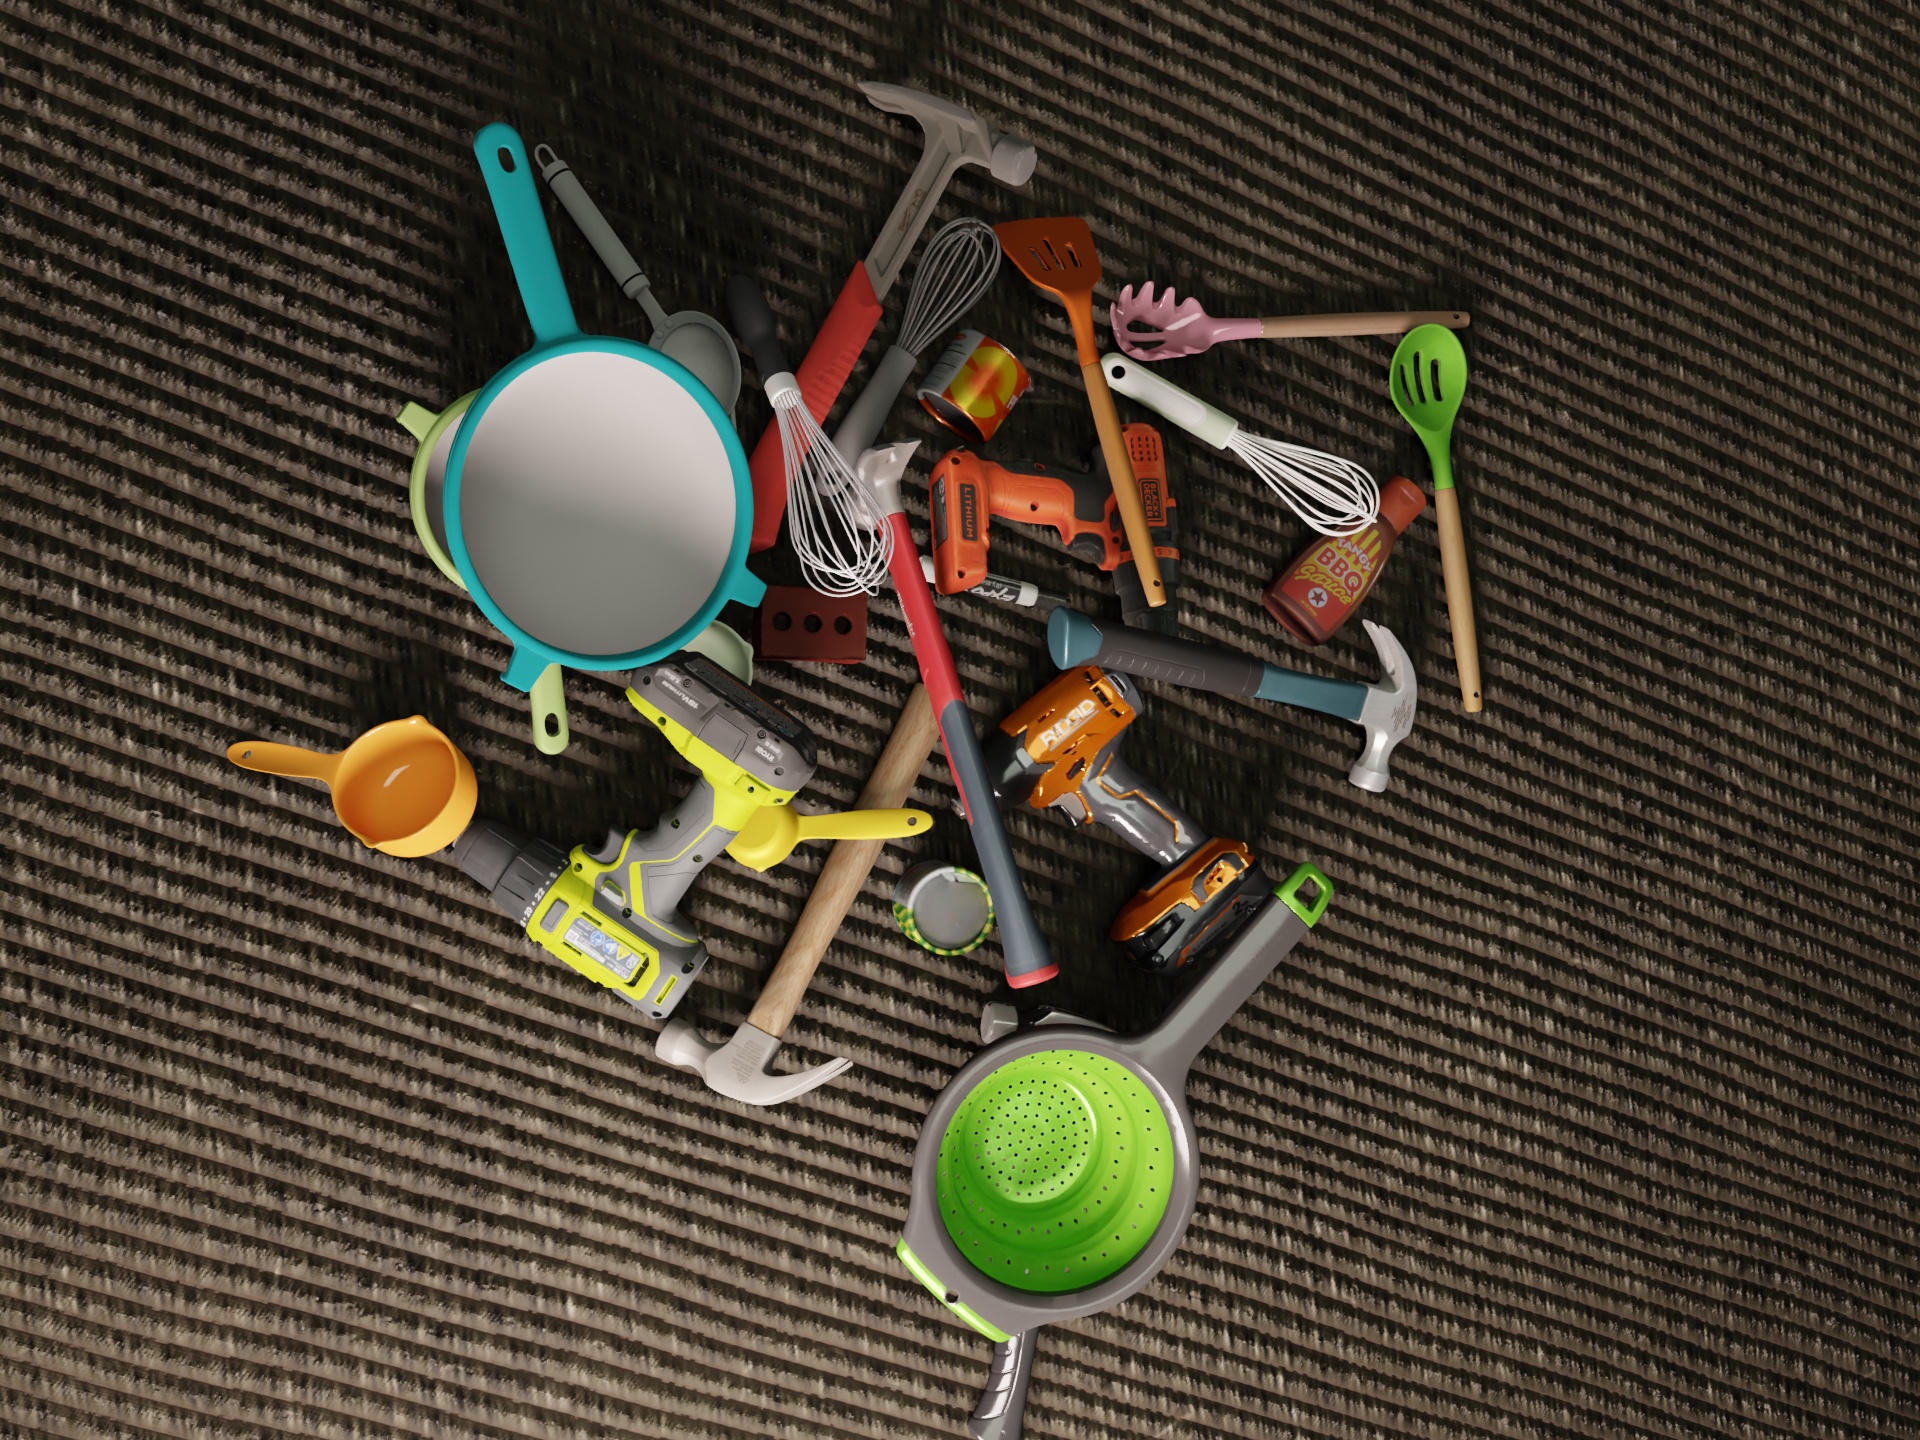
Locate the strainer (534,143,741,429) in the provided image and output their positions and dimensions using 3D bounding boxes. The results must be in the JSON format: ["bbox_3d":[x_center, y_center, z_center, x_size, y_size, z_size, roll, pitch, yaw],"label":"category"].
[{"bbox_3d":[-0.225,-0.305,1.138,0.087,0.050,0.258,-34,92,33],"label":"strainer"}]

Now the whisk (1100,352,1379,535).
[{"bbox_3d":[0.213,-0.215,1.223,0.246,0.059,0.058,30,101,0],"label":"whisk"}]

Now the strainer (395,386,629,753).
[{"bbox_3d":[-0.307,-0.105,1.109,0.151,0.069,0.256,-12,107,-33],"label":"strainer"}]

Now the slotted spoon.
[{"bbox_3d":[0.394,-0.162,1.289,0.070,0.031,0.314,-10,94,-13],"label":"slotted spoon"}]

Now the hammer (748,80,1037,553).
[{"bbox_3d":[-0.091,-0.287,1.156,0.149,0.036,0.359,29,90,20],"label":"hammer"}]

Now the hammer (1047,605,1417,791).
[{"bbox_3d":[0.209,-0.032,1.189,0.330,0.033,0.128,11,102,-27],"label":"hammer"}]

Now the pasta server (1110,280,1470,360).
[{"bbox_3d":[0.263,-0.313,1.253,0.316,0.040,0.060,-6,80,-14],"label":"pasta server"}]

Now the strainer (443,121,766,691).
[{"bbox_3d":[-0.263,-0.200,1.024,0.211,0.095,0.340,-25,109,-33],"label":"strainer"}]

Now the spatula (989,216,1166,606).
[{"bbox_3d":[0.101,-0.236,1.178,0.081,0.041,0.323,-11,80,-18],"label":"spatula"}]

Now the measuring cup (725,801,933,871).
[{"bbox_3d":[-0.099,0.073,1.139,0.156,0.029,0.062,-4,74,10],"label":"measuring cup"}]

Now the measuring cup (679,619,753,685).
[{"bbox_3d":[-0.207,-0.076,1.143,0.083,0.038,0.167,-24,91,-12],"label":"measuring cup"}]

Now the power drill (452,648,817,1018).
[{"bbox_3d":[-0.223,0.067,1.095,0.190,0.080,0.228,35,100,-1],"label":"power drill"}]

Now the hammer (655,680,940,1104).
[{"bbox_3d":[-0.088,0.122,1.154,0.130,0.031,0.331,24,78,16],"label":"hammer"}]

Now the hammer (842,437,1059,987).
[{"bbox_3d":[-0.002,-0.004,1.108,0.038,0.143,0.386,-17,85,-15],"label":"hammer"}]

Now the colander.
[{"bbox_3d":[0.116,0.251,1.143,0.204,0.094,0.397,44,84,-8],"label":"colander"}]

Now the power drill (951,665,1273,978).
[{"bbox_3d":[0.109,0.082,1.194,0.164,0.084,0.226,-38,93,-10],"label":"power drill"}]

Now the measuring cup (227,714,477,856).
[{"bbox_3d":[-0.415,0.042,1.090,0.173,0.052,0.095,9,69,12],"label":"measuring cup"}]

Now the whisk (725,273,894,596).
[{"bbox_3d":[-0.112,-0.203,1.095,0.070,0.070,0.285,-18,65,-13],"label":"whisk"}]

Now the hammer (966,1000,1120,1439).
[{"bbox_3d":[0.062,0.387,1.202,0.146,0.035,0.335,11,87,-12],"label":"hammer"}]

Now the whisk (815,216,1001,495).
[{"bbox_3d":[-0.041,-0.269,1.180,0.055,0.055,0.239,31,87,-11],"label":"whisk"}]
